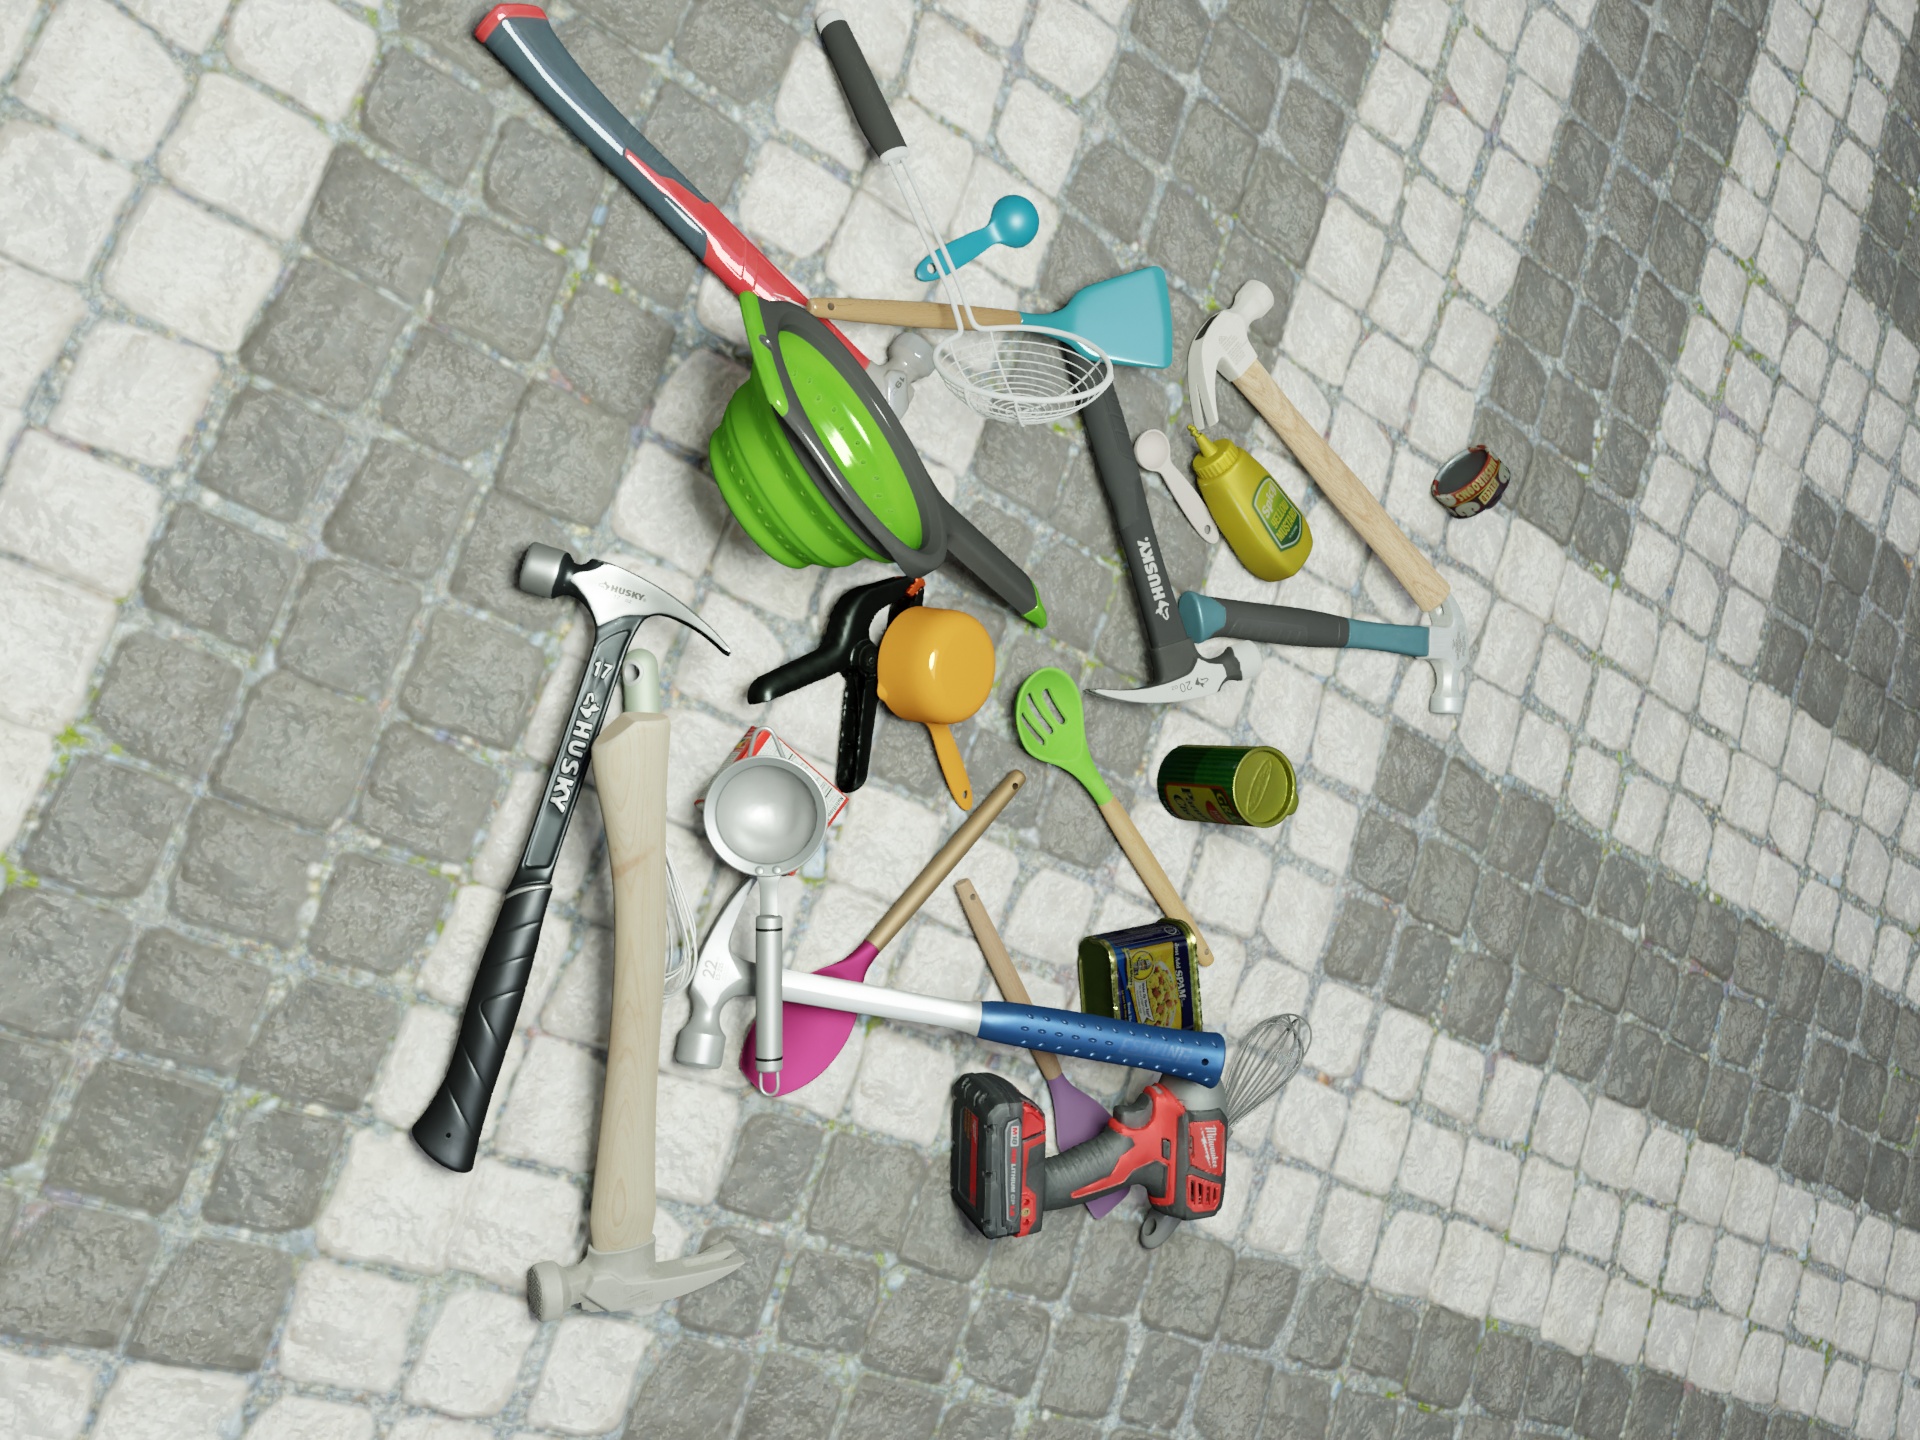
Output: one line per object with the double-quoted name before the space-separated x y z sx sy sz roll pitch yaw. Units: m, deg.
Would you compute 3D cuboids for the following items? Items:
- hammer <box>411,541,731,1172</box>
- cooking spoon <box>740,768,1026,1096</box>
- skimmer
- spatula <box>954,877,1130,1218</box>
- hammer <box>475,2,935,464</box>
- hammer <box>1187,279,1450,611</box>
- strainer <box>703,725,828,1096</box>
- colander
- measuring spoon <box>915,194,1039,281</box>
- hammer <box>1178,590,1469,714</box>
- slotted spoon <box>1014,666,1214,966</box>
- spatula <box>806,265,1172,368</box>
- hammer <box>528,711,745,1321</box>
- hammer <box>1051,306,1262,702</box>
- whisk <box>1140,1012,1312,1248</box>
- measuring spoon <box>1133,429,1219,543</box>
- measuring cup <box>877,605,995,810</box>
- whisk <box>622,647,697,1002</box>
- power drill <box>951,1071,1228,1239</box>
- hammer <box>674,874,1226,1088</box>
"hammer" -0.275 0.095 1.054 0.149 0.036 0.409 17 84 -9
"cooking spoon" -0.051 0.153 1.210 0.068 0.017 0.319 49 68 -17
"skimmer" -0.011 -0.369 1.139 0.127 0.090 0.363 -21 82 -29
"spatula" 0.067 0.262 1.278 0.060 0.018 0.315 -34 107 -29
"hammer" -0.189 -0.335 1.122 0.386 0.038 0.143 42 72 -24
"hammer" 0.320 -0.222 1.402 0.331 0.031 0.130 46 71 -14
"strainer" -0.134 0.132 1.106 0.087 0.050 0.258 0 90 0
"colander" -0.061 -0.140 1.132 0.396 0.094 0.205 36 30 -52
"measuring spoon" 0.016 -0.377 1.250 0.128 0.021 0.042 -37 107 -27
"hammer" 0.333 -0.079 1.428 0.330 0.033 0.128 4 88 -30
"slotted spoon" 0.131 0.087 1.313 0.070 0.031 0.313 -44 112 -25
"spatula" 0.028 -0.309 1.207 0.317 0.044 0.082 -7 93 -35
"hammer" -0.207 0.197 1.058 0.146 0.038 0.410 -2 103 -30
"hammer" 0.133 -0.174 1.298 0.146 0.035 0.335 -18 94 -11
"whisk" 0.225 0.347 1.355 0.055 0.055 0.239 43 74 -23
"measuring spoon" 0.183 -0.197 1.355 0.034 0.018 0.124 -50 119 -16
"measuring cup" -0.002 -0.004 1.203 0.095 0.052 0.173 -39 121 -39
"whisk" -0.214 0.073 1.104 0.059 0.058 0.246 -1 87 -65
"power drill" 0.108 0.323 1.242 0.219 0.078 0.143 0 96 -21
"hammer" 0.004 0.212 1.172 0.405 0.035 0.144 12 81 -13
